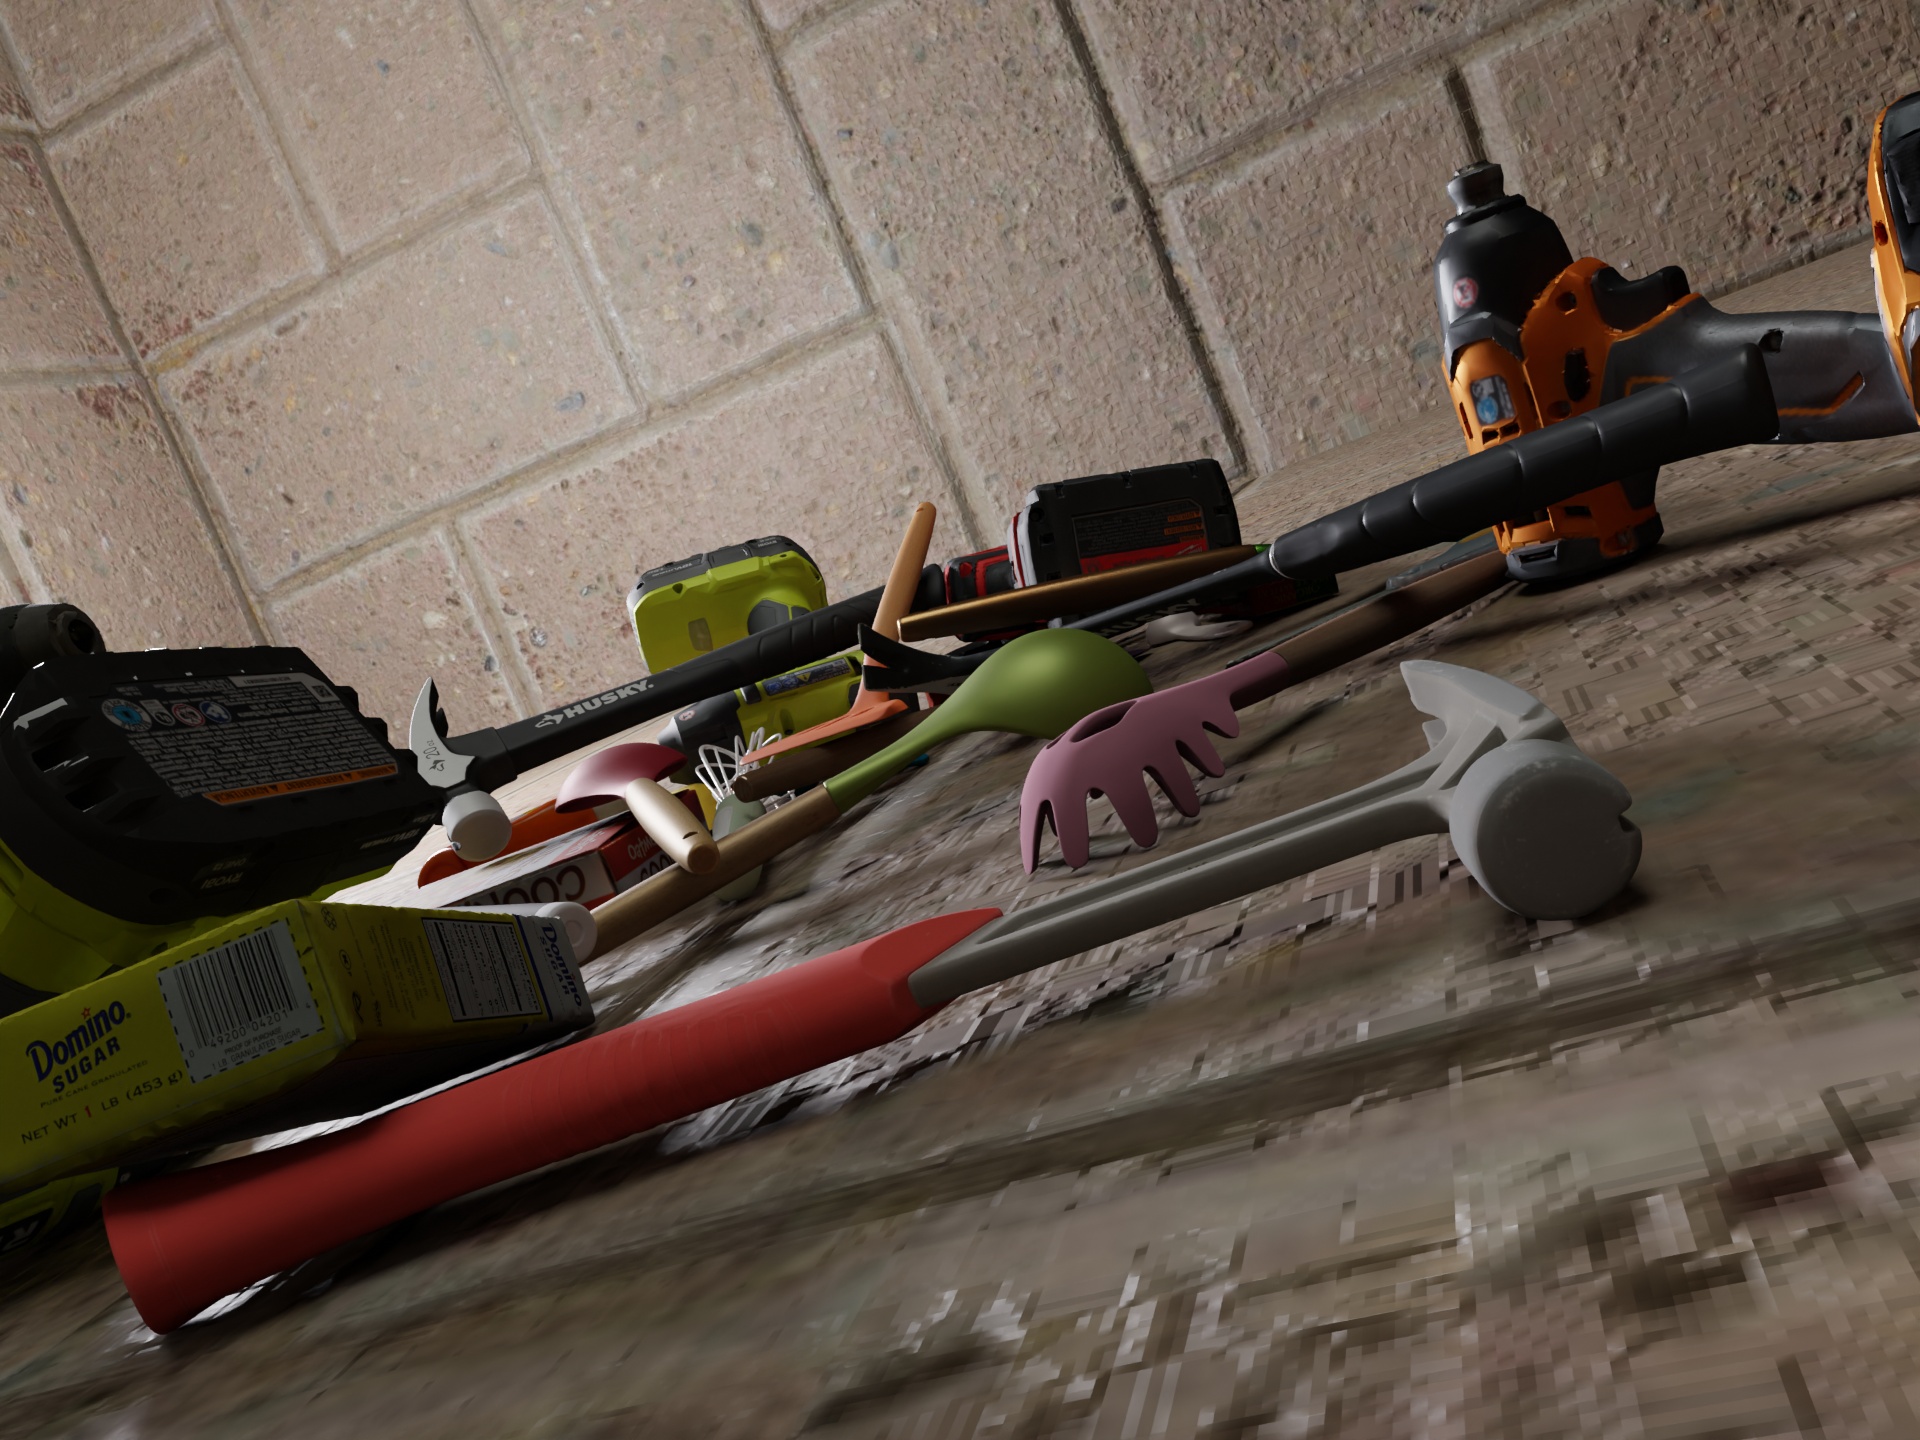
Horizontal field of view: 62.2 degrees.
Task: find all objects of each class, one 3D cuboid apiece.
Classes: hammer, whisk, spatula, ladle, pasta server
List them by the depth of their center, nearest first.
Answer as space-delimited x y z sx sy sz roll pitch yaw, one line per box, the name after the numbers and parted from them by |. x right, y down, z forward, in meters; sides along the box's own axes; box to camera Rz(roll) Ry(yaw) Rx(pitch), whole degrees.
-0.035 0.067 0.379 0.359 0.036 0.149 -21 6 7 | hammer
0.133 -0.018 0.582 0.316 0.040 0.060 -22 5 -40 | pasta server
-0.068 0.054 0.624 0.320 0.062 0.078 -29 18 -5 | ladle
0.120 -0.063 0.642 0.149 0.036 0.409 2 -13 -41 | hammer
-0.133 0.036 0.673 0.069 0.031 0.315 -23 10 -15 | ladle
-0.106 0.044 0.766 0.058 0.059 0.246 -60 9 5 | whisk
-0.001 -0.003 0.824 0.060 0.018 0.316 -17 2 40 | spatula
-0.044 -0.058 0.883 0.081 0.041 0.323 -18 27 18 | spatula
-0.154 -0.026 0.926 0.334 0.035 0.146 -23 38 -22 | hammer

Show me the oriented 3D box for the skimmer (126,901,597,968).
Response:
-0.285 0.083 0.656 0.363 0.127 0.090 -9 -30 43 | skimmer

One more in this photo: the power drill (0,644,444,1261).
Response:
-0.269 0.086 0.507 0.228 0.080 0.190 -50 -12 16 | power drill

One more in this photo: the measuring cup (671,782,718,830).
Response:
-0.203 0.068 0.949 0.156 0.029 0.062 -17 8 38 | measuring cup

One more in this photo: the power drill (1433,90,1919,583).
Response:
0.271 -0.146 0.559 0.084 0.164 0.226 -26 9 -35 | power drill

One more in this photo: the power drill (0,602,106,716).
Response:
-0.387 0.075 0.623 0.188 0.226 0.080 -21 6 8 | power drill

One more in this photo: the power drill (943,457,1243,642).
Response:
0.078 -0.089 0.923 0.143 0.078 0.220 -10 0 -11 | power drill

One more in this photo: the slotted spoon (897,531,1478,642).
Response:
0.122 -0.076 0.794 0.313 0.031 0.070 -12 -1 -5 | slotted spoon

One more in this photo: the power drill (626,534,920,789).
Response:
-0.139 -0.034 1.030 0.171 0.080 0.223 -17 31 -12 | power drill

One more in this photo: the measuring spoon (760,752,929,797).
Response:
-0.063 0.031 0.884 0.129 0.021 0.042 -3 17 42 | measuring spoon

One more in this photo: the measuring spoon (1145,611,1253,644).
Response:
0.136 -0.057 0.908 0.034 0.018 0.124 -23 7 -12 | measuring spoon
